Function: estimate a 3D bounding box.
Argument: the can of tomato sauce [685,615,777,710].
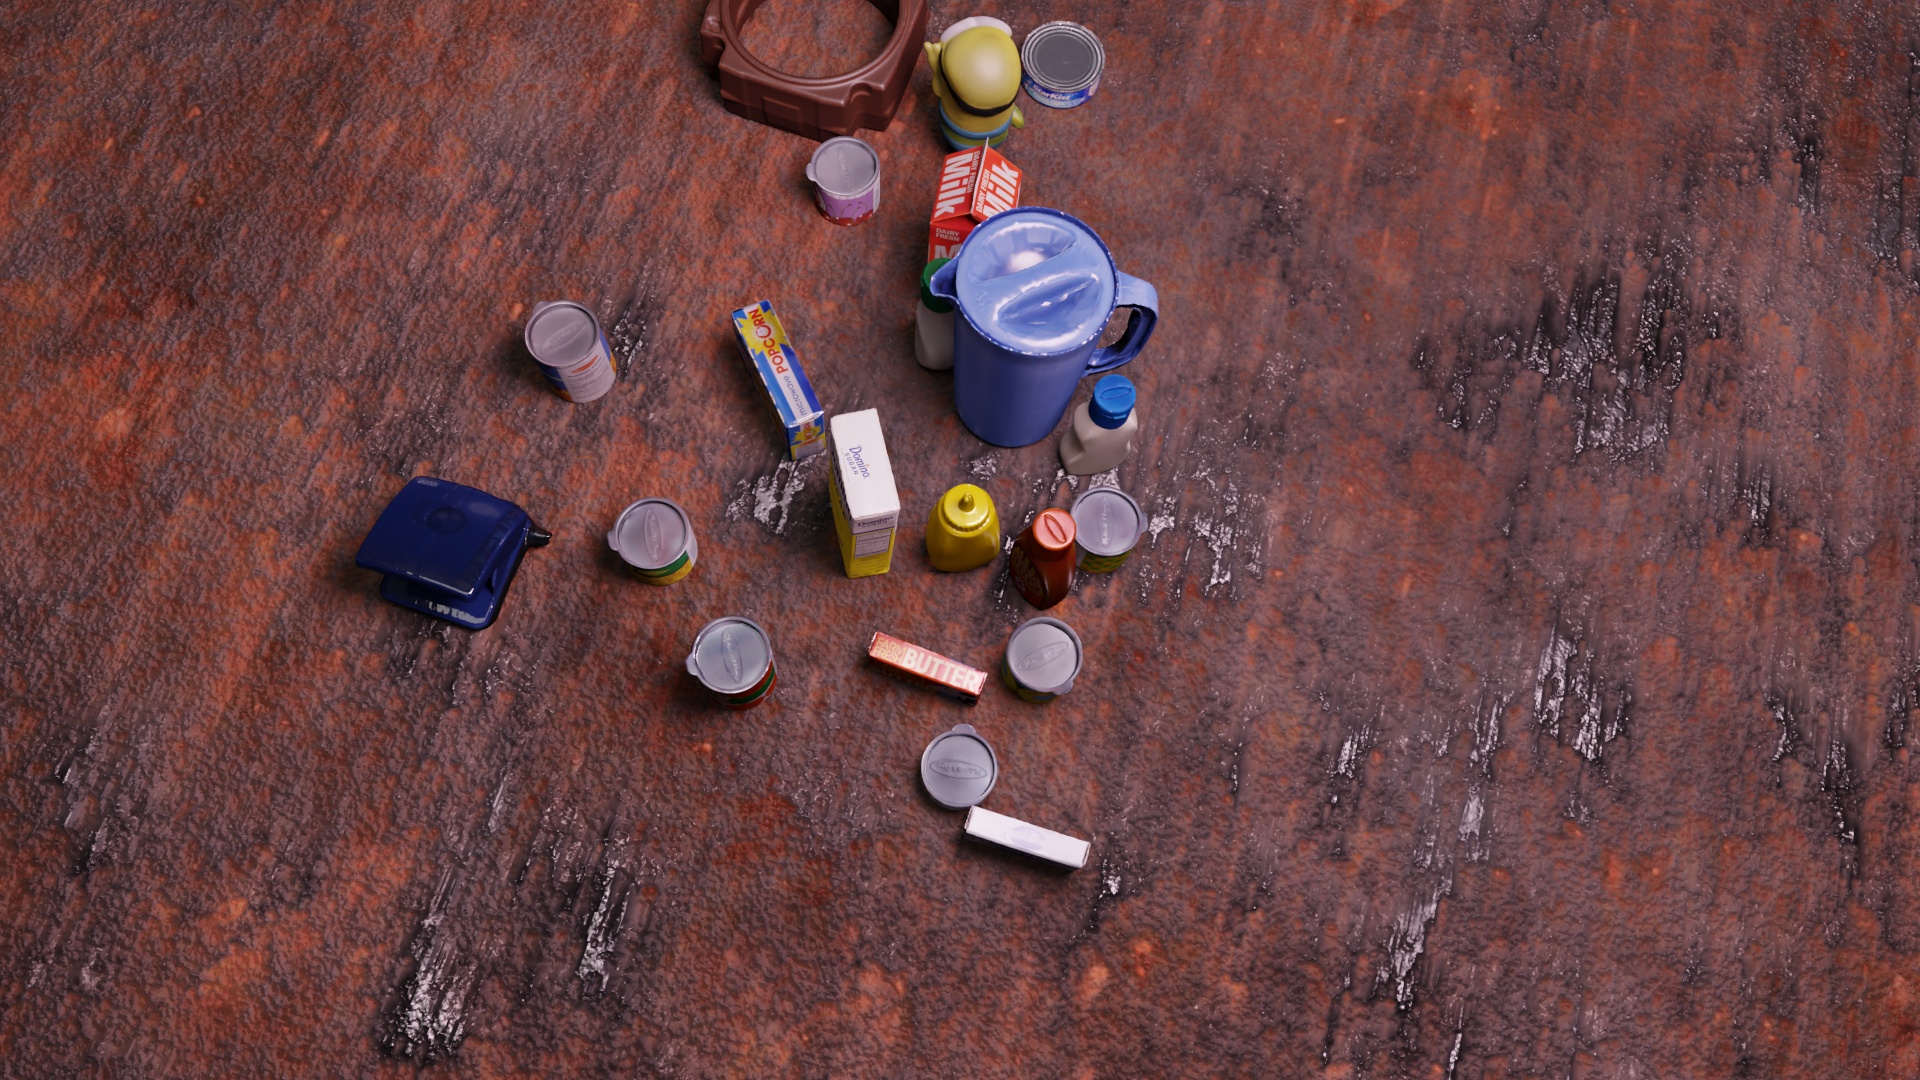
[{"bbox_3d":[-0.194,0.107,1.187,0.071,0.083,0.071,1,72,-3],"label":"can of tomato sauce"}]

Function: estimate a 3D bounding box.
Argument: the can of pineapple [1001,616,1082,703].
[{"bbox_3d":[0.071,0.107,1.215,0.071,0.057,0.071,1,72,-3],"label":"can of pineapple"}]

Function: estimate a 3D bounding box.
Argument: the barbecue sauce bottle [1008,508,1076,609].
[{"bbox_3d":[0.074,0.012,1.199,0.044,0.148,0.065,-30,76,-12],"label":"barbecue sauce bottle"}]

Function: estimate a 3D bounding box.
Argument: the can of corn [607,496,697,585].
[{"bbox_3d":[-0.272,0.002,1.230,0.071,0.058,0.071,1,72,-3],"label":"can of corn"}]

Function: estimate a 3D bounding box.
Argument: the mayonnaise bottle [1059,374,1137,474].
[{"bbox_3d":[0.127,-0.102,1.241,0.065,0.147,0.041,-13,73,-7],"label":"mayonnaise bottle"}]

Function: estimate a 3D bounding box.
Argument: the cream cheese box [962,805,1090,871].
[{"bbox_3d":[0.054,0.252,1.169,0.104,0.053,0.024,17,72,2],"label":"cream cheese box"}]

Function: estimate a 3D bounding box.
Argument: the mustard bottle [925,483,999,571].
[{"bbox_3d":[0.004,-0.015,1.198,0.065,0.159,0.049,-10,73,-6],"label":"mustard bottle"}]

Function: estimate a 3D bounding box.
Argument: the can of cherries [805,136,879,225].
[{"bbox_3d":[-0.114,-0.350,1.356,0.071,0.058,0.071,1,72,-3],"label":"can of cherries"}]

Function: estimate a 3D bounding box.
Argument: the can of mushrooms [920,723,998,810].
[{"bbox_3d":[-0.001,0.196,1.195,0.071,0.033,0.071,1,72,-3],"label":"can of mushrooms"}]

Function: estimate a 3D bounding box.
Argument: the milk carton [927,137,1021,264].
[{"bbox_3d":[0.011,-0.286,1.272,0.073,0.190,0.072,11,72,0],"label":"milk carton"}]

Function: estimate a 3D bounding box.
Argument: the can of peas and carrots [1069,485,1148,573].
[{"bbox_3d":[0.130,-0.009,1.257,0.071,0.058,0.071,1,72,-3],"label":"can of peas and carrots"}]

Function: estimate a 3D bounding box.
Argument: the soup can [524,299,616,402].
[{"bbox_3d":[-0.356,-0.174,1.270,0.071,0.083,0.071,1,72,-3],"label":"soup can"}]

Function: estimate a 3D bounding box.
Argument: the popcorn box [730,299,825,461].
[{"bbox_3d":[-0.165,-0.145,1.271,0.038,0.085,0.127,-24,75,-10],"label":"popcorn box"}]

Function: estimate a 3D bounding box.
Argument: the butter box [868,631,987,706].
[{"bbox_3d":[-0.030,0.113,1.210,0.103,0.053,0.024,20,72,3],"label":"butter box"}]

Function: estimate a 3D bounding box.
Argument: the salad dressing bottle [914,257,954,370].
[{"bbox_3d":[-0.018,-0.206,1.267,0.044,0.147,0.064,-3,72,-4],"label":"salad dressing bottle"}]
